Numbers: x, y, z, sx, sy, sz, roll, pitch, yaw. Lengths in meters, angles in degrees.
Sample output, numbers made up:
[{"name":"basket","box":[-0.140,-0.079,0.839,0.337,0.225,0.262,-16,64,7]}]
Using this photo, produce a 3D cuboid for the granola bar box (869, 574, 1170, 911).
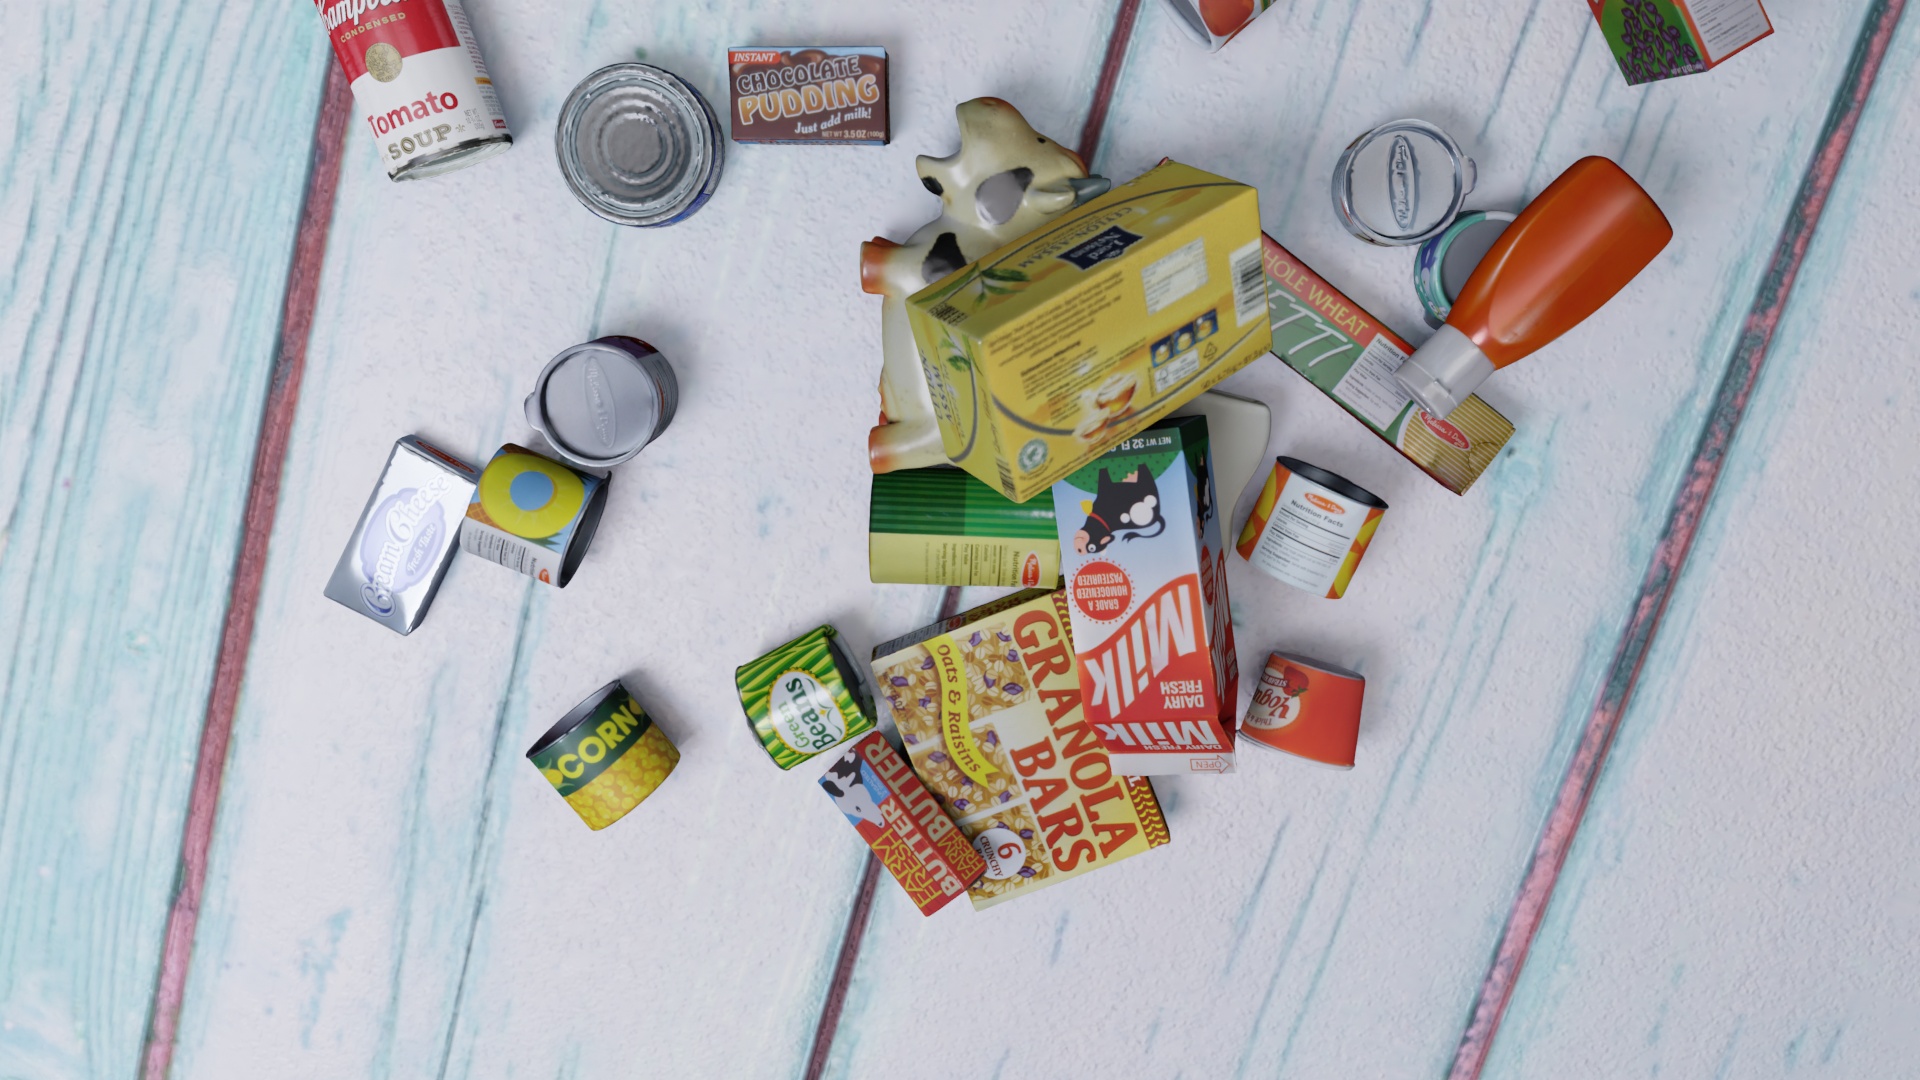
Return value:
[{"name":"granola bar box","box":[0.035,0.118,0.811,0.124,0.039,0.165,-21,101,5]}]

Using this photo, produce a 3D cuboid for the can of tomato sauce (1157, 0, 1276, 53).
[{"name":"can of tomato sauce","box":[0.143,-0.301,0.709,0.083,0.071,0.071,-40,100,8]}]

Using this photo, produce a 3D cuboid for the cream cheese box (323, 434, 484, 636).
[{"name":"cream cheese box","box":[-0.313,-0.002,0.788,0.053,0.024,0.103,29,100,-6]}]

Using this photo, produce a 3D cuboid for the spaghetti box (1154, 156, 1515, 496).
[{"name":"spaghetti box","box":[0.195,-0.118,0.769,0.250,0.029,0.050,36,99,-8]}]

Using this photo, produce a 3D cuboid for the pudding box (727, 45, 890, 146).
[{"name":"pudding box","box":[-0.080,-0.237,0.740,0.084,0.030,0.049,0,101,-1]}]

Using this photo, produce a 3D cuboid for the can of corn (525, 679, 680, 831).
[{"name":"can of corn","box":[-0.202,0.123,0.793,0.071,0.071,0.058,-36,101,7]}]

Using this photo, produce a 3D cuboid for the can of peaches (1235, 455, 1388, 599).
[{"name":"can of peaches","box":[0.195,-0.008,0.773,0.071,0.071,0.058,21,105,-5]}]

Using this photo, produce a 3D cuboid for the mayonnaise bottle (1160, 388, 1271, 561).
[{"name":"mayonnaise bottle","box":[0.127,-0.012,0.784,0.065,0.041,0.147,14,103,4]}]

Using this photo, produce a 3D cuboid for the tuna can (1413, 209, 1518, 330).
[{"name":"tuna can","box":[0.285,-0.146,0.762,0.071,0.033,0.071,0,101,-1]}]

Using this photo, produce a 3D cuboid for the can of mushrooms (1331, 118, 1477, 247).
[{"name":"can of mushrooms","box":[0.238,-0.192,0.750,0.071,0.033,0.071,0,100,1]}]

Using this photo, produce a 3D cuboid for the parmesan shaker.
[{"name":"parmesan shaker","box":[0.003,-0.010,0.768,0.103,0.071,0.071,2,102,0]}]

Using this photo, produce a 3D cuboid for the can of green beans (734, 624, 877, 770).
[{"name":"can of green beans","box":[-0.087,0.089,0.789,0.058,0.071,0.071,-27,101,5]}]

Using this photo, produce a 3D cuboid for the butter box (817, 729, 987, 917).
[{"name":"butter box","box":[-0.034,0.163,0.800,0.103,0.024,0.053,50,137,8]}]

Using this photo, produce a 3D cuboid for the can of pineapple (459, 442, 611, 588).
[{"name":"can of pineapple","box":[-0.234,-0.015,0.767,0.058,0.071,0.071,22,101,-5]}]

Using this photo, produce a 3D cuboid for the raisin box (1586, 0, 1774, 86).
[{"name":"raisin box","box":[0.349,-0.298,0.704,0.040,0.086,0.123,-31,101,8]}]

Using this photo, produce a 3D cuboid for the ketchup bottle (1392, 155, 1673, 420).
[{"name":"ketchup bottle","box":[0.293,-0.127,0.725,0.064,0.043,0.148,44,98,-8]}]

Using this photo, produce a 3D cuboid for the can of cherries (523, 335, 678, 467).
[{"name":"can of cherries","box":[-0.194,-0.078,0.757,0.071,0.058,0.071,0,103,-1]}]

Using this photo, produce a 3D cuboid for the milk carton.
[{"name":"milk carton","box":[0.101,0.033,0.737,0.072,0.073,0.190,-5,98,21]}]

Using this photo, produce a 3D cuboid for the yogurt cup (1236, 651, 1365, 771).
[{"name":"yogurt cup","box":[0.198,0.097,0.797,0.072,0.072,0.054,14,94,-4]}]
